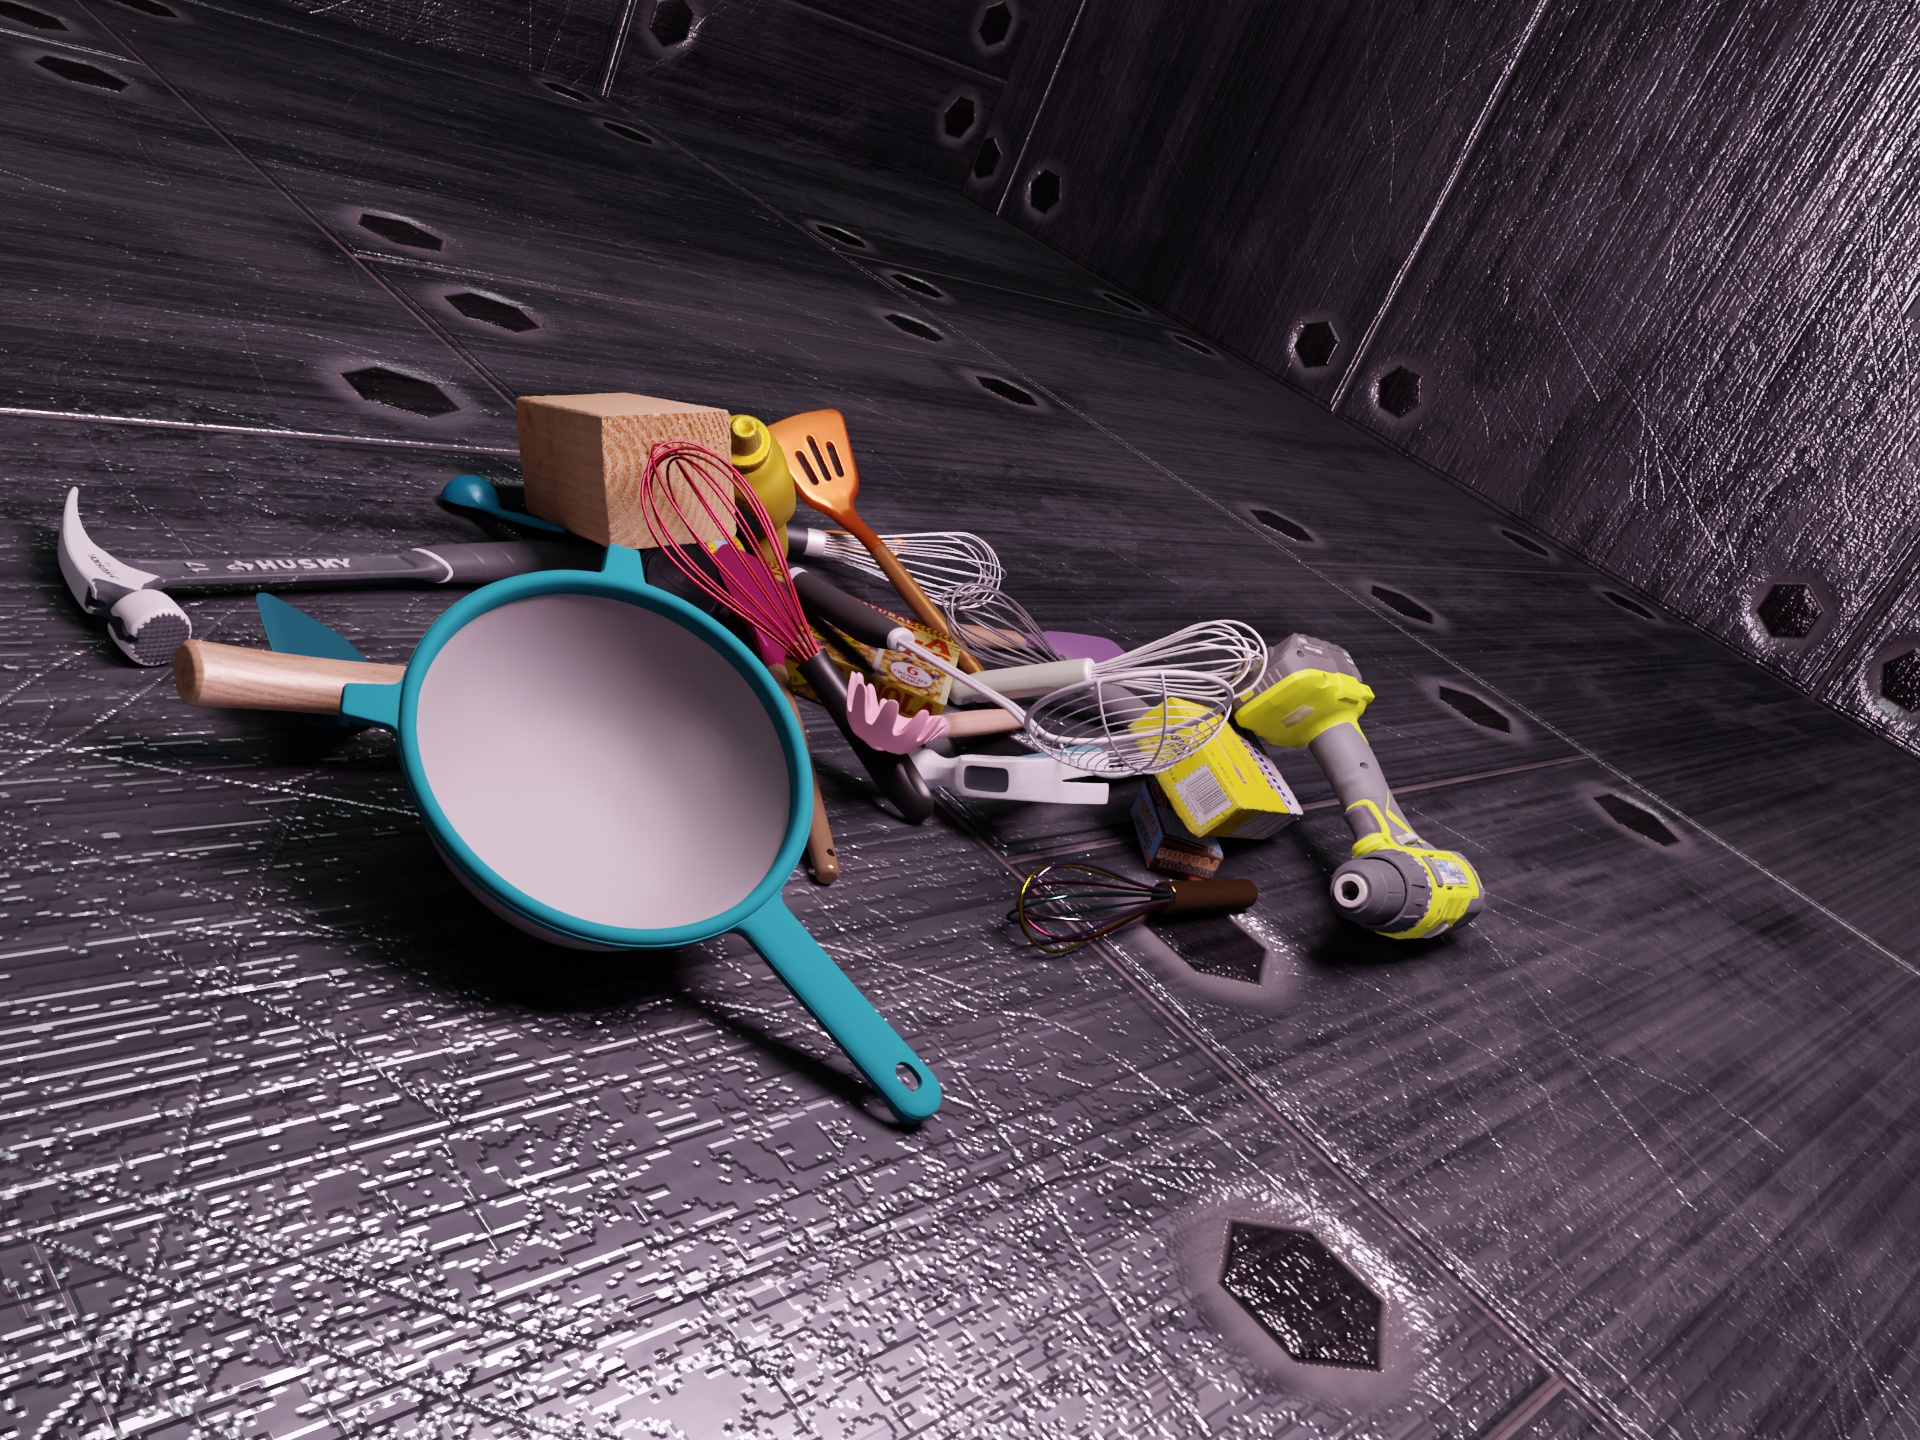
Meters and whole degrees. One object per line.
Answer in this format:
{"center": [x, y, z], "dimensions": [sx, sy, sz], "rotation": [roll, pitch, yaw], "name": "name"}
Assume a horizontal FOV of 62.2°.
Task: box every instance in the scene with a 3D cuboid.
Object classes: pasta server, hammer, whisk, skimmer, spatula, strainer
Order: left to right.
{"center": [-0.363, -0.101, 1.025], "dimensions": [0.149, 0.036, 0.408], "rotation": [37, 26, 28], "name": "hammer"}
{"center": [-0.260, -0.008, 0.880], "dimensions": [0.331, 0.031, 0.130], "rotation": [6, 38, -48], "name": "hammer"}
{"center": [-0.270, -0.032, 0.959], "dimensions": [0.317, 0.044, 0.082], "rotation": [-5, 61, -51], "name": "spatula"}
{"center": [-0.145, 0.082, 0.804], "dimensions": [0.340, 0.095, 0.211], "rotation": [48, 44, 2], "name": "strainer"}
{"center": [-0.108, -0.055, 1.022], "dimensions": [0.296, 0.073, 0.073], "rotation": [54, 25, -5], "name": "whisk"}
{"center": [-0.094, -0.144, 1.347], "dimensions": [0.284, 0.070, 0.070], "rotation": [9, 28, -21], "name": "whisk"}
{"center": [-0.052, -0.127, 1.283], "dimensions": [0.081, 0.041, 0.323], "rotation": [-23, 62, -31], "name": "spatula"}
{"center": [-0.002, -0.003, 1.082], "dimensions": [0.060, 0.040, 0.316], "rotation": [28, 11, 17], "name": "pasta server"}
{"center": [0.013, -0.056, 1.054], "dimensions": [0.364, 0.090, 0.127], "rotation": [31, 8, 38], "name": "skimmer"}
{"center": [0.033, -0.068, 1.346], "dimensions": [0.315, 0.018, 0.060], "rotation": [4, 32, -40], "name": "spatula"}
{"center": [0.076, -0.043, 1.253], "dimensions": [0.238, 0.055, 0.055], "rotation": [29, 18, -34], "name": "whisk"}
{"center": [0.099, 0.025, 1.163], "dimensions": [0.128, 0.033, 0.331], "rotation": [5, 7, 32], "name": "hammer"}
{"center": [0.104, -0.034, 1.174], "dimensions": [0.246, 0.059, 0.057], "rotation": [-6, -12, 23], "name": "whisk"}
{"center": [0.117, 0.119, 1.025], "dimensions": [0.244, 0.051, 0.047], "rotation": [4, 52, -46], "name": "whisk"}

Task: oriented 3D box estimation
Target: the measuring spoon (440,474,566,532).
{"center": [-0.326, -0.158, 1.147], "dimensions": [0.129, 0.021, 0.042], "rotation": [20, 14, 34], "name": "measuring spoon"}

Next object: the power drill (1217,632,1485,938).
{"center": [0.280, 0.054, 1.155], "dimensions": [0.190, 0.080, 0.229], "rotation": [9, 50, -54], "name": "power drill"}

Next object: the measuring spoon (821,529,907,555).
{"center": [-0.090, -0.159, 1.403], "dimensions": [0.116, 0.021, 0.011], "rotation": [2, 54, -49], "name": "measuring spoon"}

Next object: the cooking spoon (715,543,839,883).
{"center": [-0.117, -0.015, 1.035], "dimensions": [0.068, 0.017, 0.319], "rotation": [27, 28, -37], "name": "cooking spoon"}
